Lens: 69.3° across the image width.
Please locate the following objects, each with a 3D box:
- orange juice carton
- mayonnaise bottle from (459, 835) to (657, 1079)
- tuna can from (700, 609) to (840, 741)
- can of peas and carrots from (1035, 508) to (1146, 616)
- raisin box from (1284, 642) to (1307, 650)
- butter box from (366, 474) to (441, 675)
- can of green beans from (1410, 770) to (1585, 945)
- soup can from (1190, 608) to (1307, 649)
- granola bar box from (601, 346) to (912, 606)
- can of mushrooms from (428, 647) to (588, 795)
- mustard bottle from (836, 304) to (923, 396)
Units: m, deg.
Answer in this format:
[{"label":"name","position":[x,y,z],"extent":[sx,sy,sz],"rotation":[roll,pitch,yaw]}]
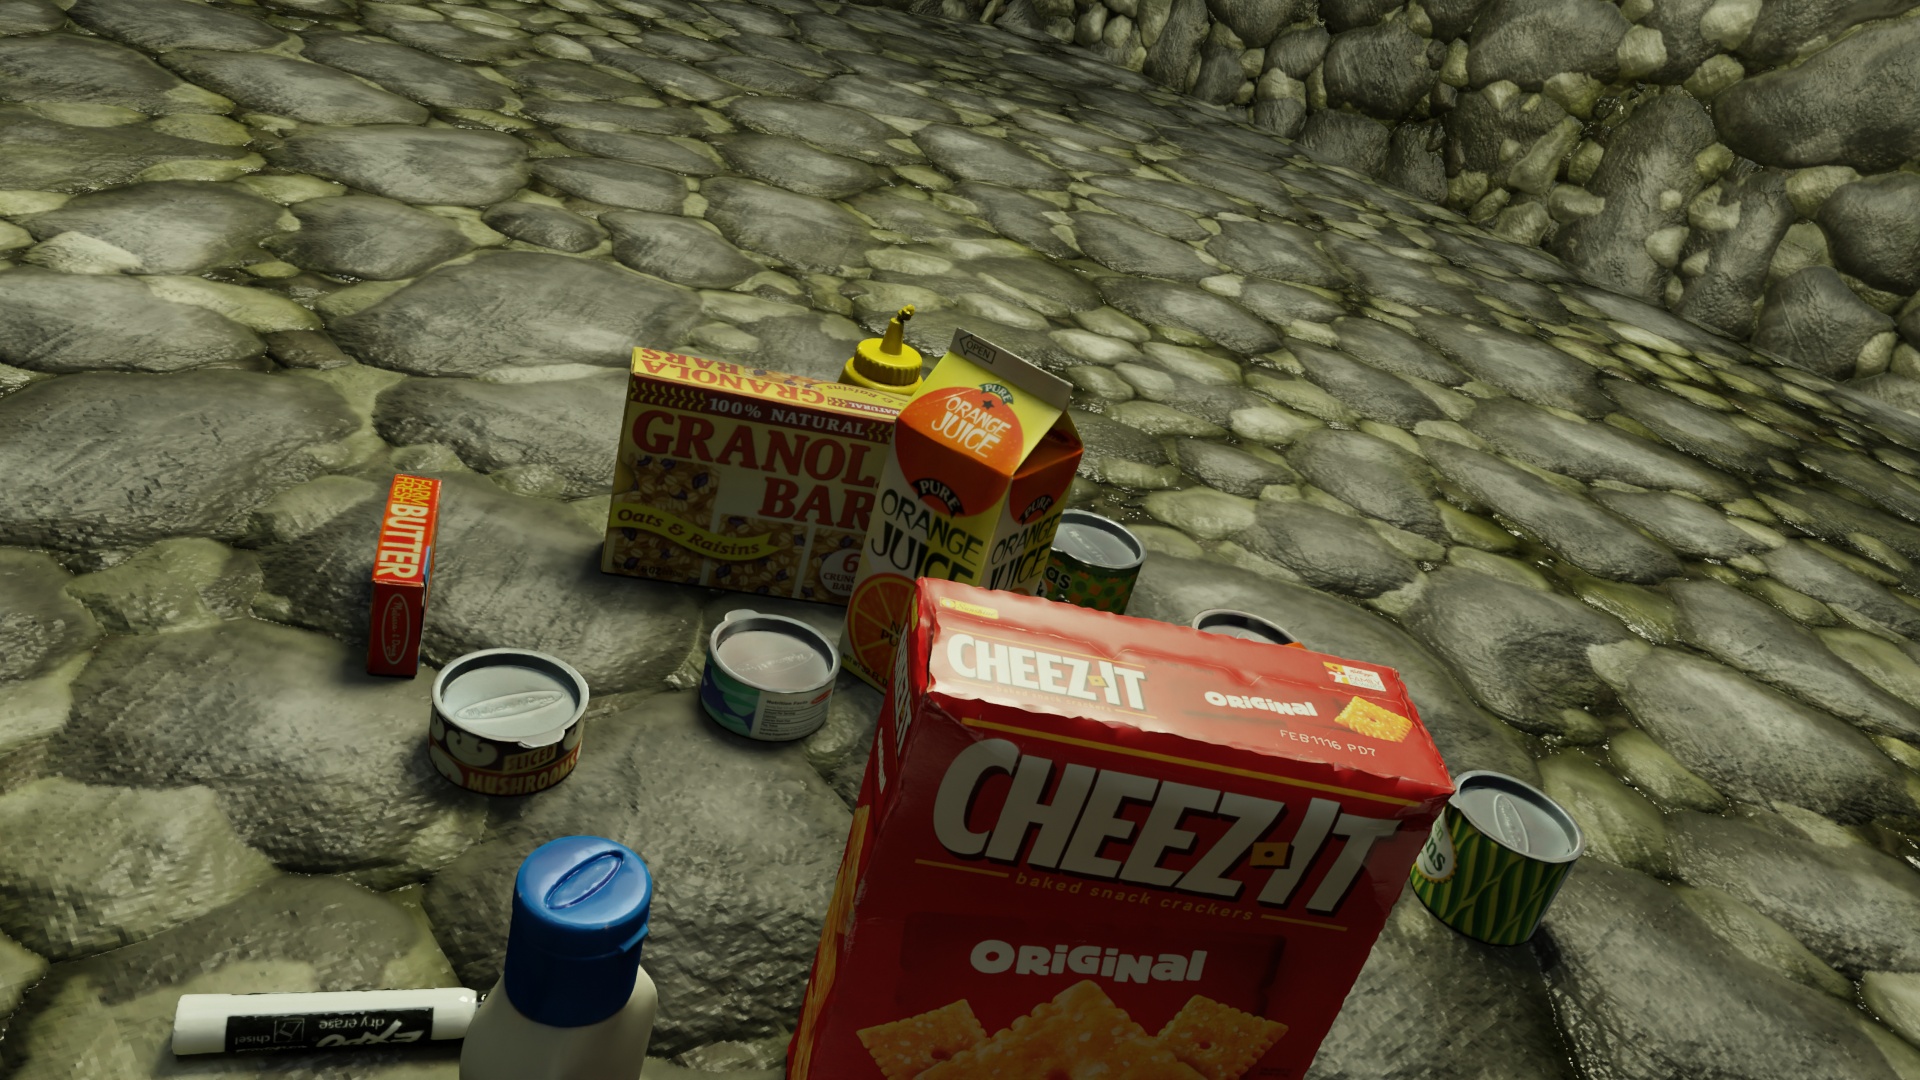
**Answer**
[{"label":"orange juice carton","position":[0.003,-0.009,0.717],"extent":[0.072,0.191,0.073],"rotation":[30,30,24]},{"label":"mayonnaise bottle","position":[-0.119,0.153,0.406],"extent":[0.041,0.147,0.065],"rotation":[26,29,18]},{"label":"tuna can","position":[-0.097,0.067,0.696],"extent":[0.071,0.032,0.071],"rotation":[13,28,-7]},{"label":"can of peas and carrots","position":[0.070,0.023,0.837],"extent":[0.071,0.058,0.071],"rotation":[13,28,-7]},{"label":"raisin box","position":[0.117,0.112,0.632],"extent":[0.086,0.122,0.040],"rotation":[-7,36,-37]},{"label":"butter box","position":[-0.271,0.015,0.677],"extent":[0.024,0.053,0.104],"rotation":[6,30,-19]},{"label":"can of green beans","position":[0.267,0.159,0.696],"extent":[0.071,0.057,0.071],"rotation":[13,28,-7]},{"label":"soup can","position":[0.141,0.089,0.728],"extent":[0.071,0.083,0.072],"rotation":[13,28,-7]},{"label":"granola bar box","position":[-0.107,-0.031,0.771],"extent":[0.166,0.123,0.039],"rotation":[9,28,-14]},{"label":"can of mushrooms","position":[-0.200,0.081,0.615],"extent":[0.071,0.033,0.071],"rotation":[13,28,-7]},{"label":"mustard bottle","position":[-0.054,-0.068,0.829],"extent":[0.049,0.159,0.065],"rotation":[-5,34,-35]}]
